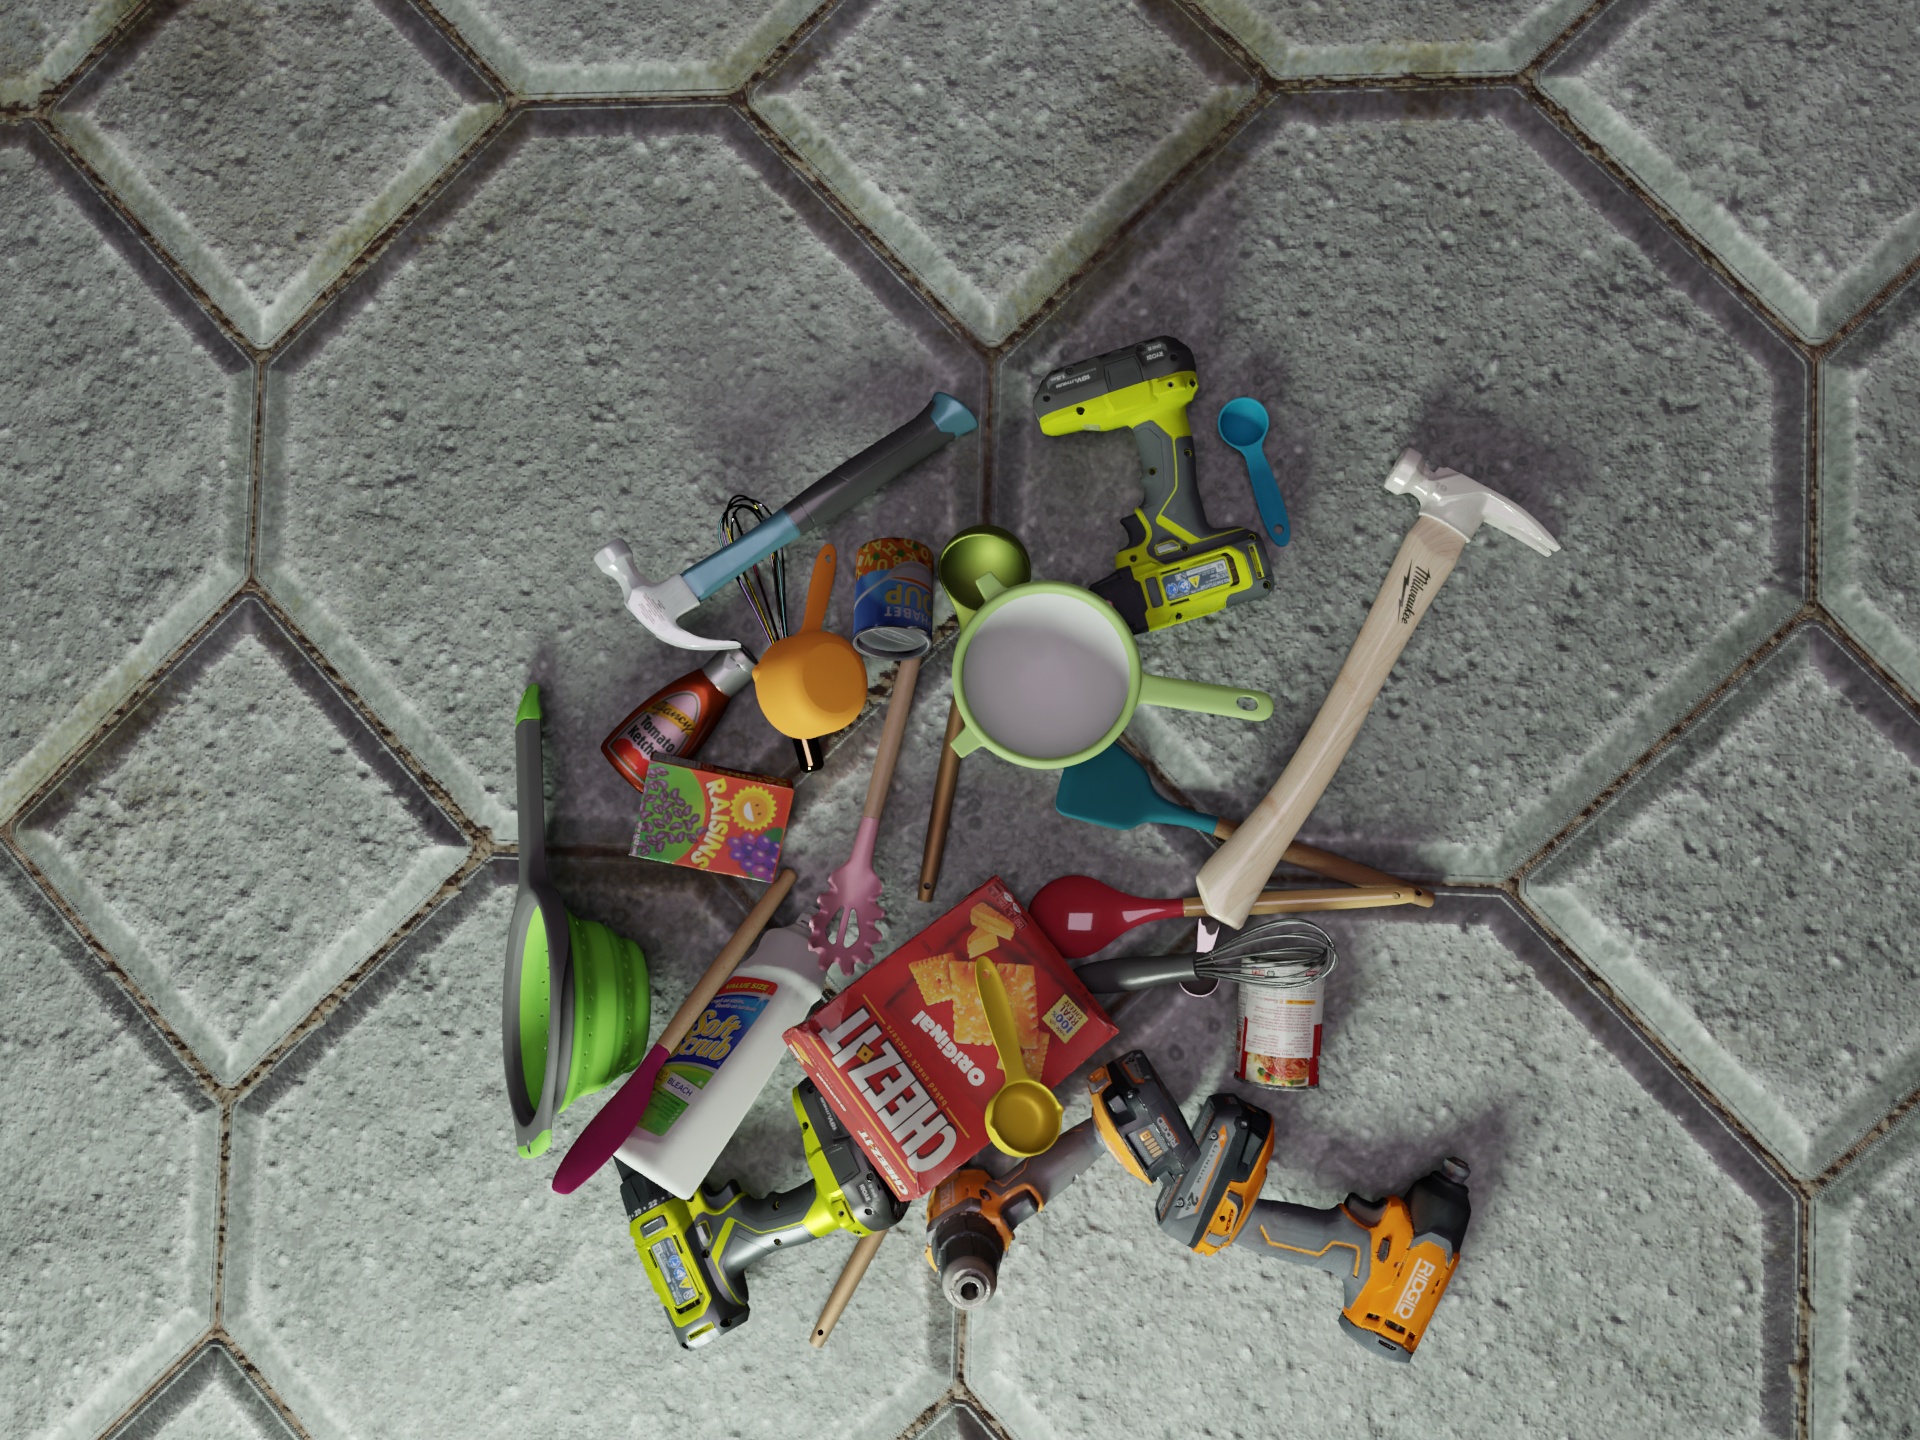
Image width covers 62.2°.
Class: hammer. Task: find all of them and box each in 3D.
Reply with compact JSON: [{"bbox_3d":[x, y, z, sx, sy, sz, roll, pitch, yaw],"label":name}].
[{"bbox_3d":[-0.130,-0.174,1.323,0.331,0.033,0.128,-35,92,-9],"label":"hammer"},{"bbox_3d":[0.320,-0.012,1.275,0.146,0.038,0.410,31,85,6],"label":"hammer"}]

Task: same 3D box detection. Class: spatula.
[{"bbox_3d":[-0.046,0.386,1.334,0.060,0.018,0.316,29,91,11],"label":"spatula"},{"bbox_3d":[0.235,0.093,1.298,0.317,0.044,0.082,19,69,6],"label":"spatula"}]

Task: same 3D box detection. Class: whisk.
[{"bbox_3d":[-0.160,-0.074,1.355,0.051,0.047,0.245,-15,89,5],"label":"whisk"},{"bbox_3d":[0.186,0.194,1.260,0.239,0.055,0.055,-14,86,34],"label":"whisk"}]

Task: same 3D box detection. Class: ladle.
[{"bbox_3d":[-0.002,-0.004,1.327,0.078,0.062,0.320,11,92,2],"label":"ladle"},{"bbox_3d":[0.208,0.152,1.297,0.315,0.031,0.069,-5,78,9],"label":"ladle"}]

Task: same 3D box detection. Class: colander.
[{"bbox_3d":[-0.322,0.159,1.339,0.094,0.204,0.397,3,69,-26],"label":"colander"}]

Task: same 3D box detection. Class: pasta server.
[{"bbox_3d":[-0.066,0.054,1.324,0.060,0.040,0.316,15,82,-7],"label":"pasta server"}]

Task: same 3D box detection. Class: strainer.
[{"bbox_3d":[0.121,-0.026,1.285,0.256,0.069,0.151,8,82,1],"label":"strainer"}]

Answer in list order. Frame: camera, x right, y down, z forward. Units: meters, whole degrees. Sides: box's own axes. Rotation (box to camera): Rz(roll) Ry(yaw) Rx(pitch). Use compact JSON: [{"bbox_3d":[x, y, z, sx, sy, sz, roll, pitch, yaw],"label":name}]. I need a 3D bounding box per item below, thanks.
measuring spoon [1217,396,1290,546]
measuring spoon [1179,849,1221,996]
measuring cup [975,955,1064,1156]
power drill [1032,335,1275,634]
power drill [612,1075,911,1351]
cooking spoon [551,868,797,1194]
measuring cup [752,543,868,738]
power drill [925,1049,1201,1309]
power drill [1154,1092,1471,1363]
[{"bbox_3d":[0.248,-0.206,1.326,0.042,0.021,0.128,-19,95,4],"label":"measuring spoon"},{"bbox_3d":[0.207,0.167,1.316,0.034,0.018,0.124,11,82,14],"label":"measuring spoon"},{"bbox_3d":[0.034,0.260,1.229,0.062,0.029,0.157,-7,67,-22],"label":"measuring cup"},{"bbox_3d":[0.144,-0.186,1.306,0.171,0.080,0.223,-17,89,6],"label":"power drill"},{"bbox_3d":[-0.173,0.385,1.318,0.228,0.080,0.191,-31,74,9],"label":"power drill"},{"bbox_3d":[-0.225,0.244,1.284,0.017,0.069,0.319,49,58,-23],"label":"cooking spoon"},{"bbox_3d":[-0.113,-0.071,1.329,0.095,0.052,0.174,20,72,-34],"label":"measuring cup"},{"bbox_3d":[0.072,0.363,1.239,0.226,0.185,0.084,-33,94,2],"label":"power drill"},{"bbox_3d":[0.288,0.386,1.264,0.226,0.084,0.164,27,90,3],"label":"power drill"}]
